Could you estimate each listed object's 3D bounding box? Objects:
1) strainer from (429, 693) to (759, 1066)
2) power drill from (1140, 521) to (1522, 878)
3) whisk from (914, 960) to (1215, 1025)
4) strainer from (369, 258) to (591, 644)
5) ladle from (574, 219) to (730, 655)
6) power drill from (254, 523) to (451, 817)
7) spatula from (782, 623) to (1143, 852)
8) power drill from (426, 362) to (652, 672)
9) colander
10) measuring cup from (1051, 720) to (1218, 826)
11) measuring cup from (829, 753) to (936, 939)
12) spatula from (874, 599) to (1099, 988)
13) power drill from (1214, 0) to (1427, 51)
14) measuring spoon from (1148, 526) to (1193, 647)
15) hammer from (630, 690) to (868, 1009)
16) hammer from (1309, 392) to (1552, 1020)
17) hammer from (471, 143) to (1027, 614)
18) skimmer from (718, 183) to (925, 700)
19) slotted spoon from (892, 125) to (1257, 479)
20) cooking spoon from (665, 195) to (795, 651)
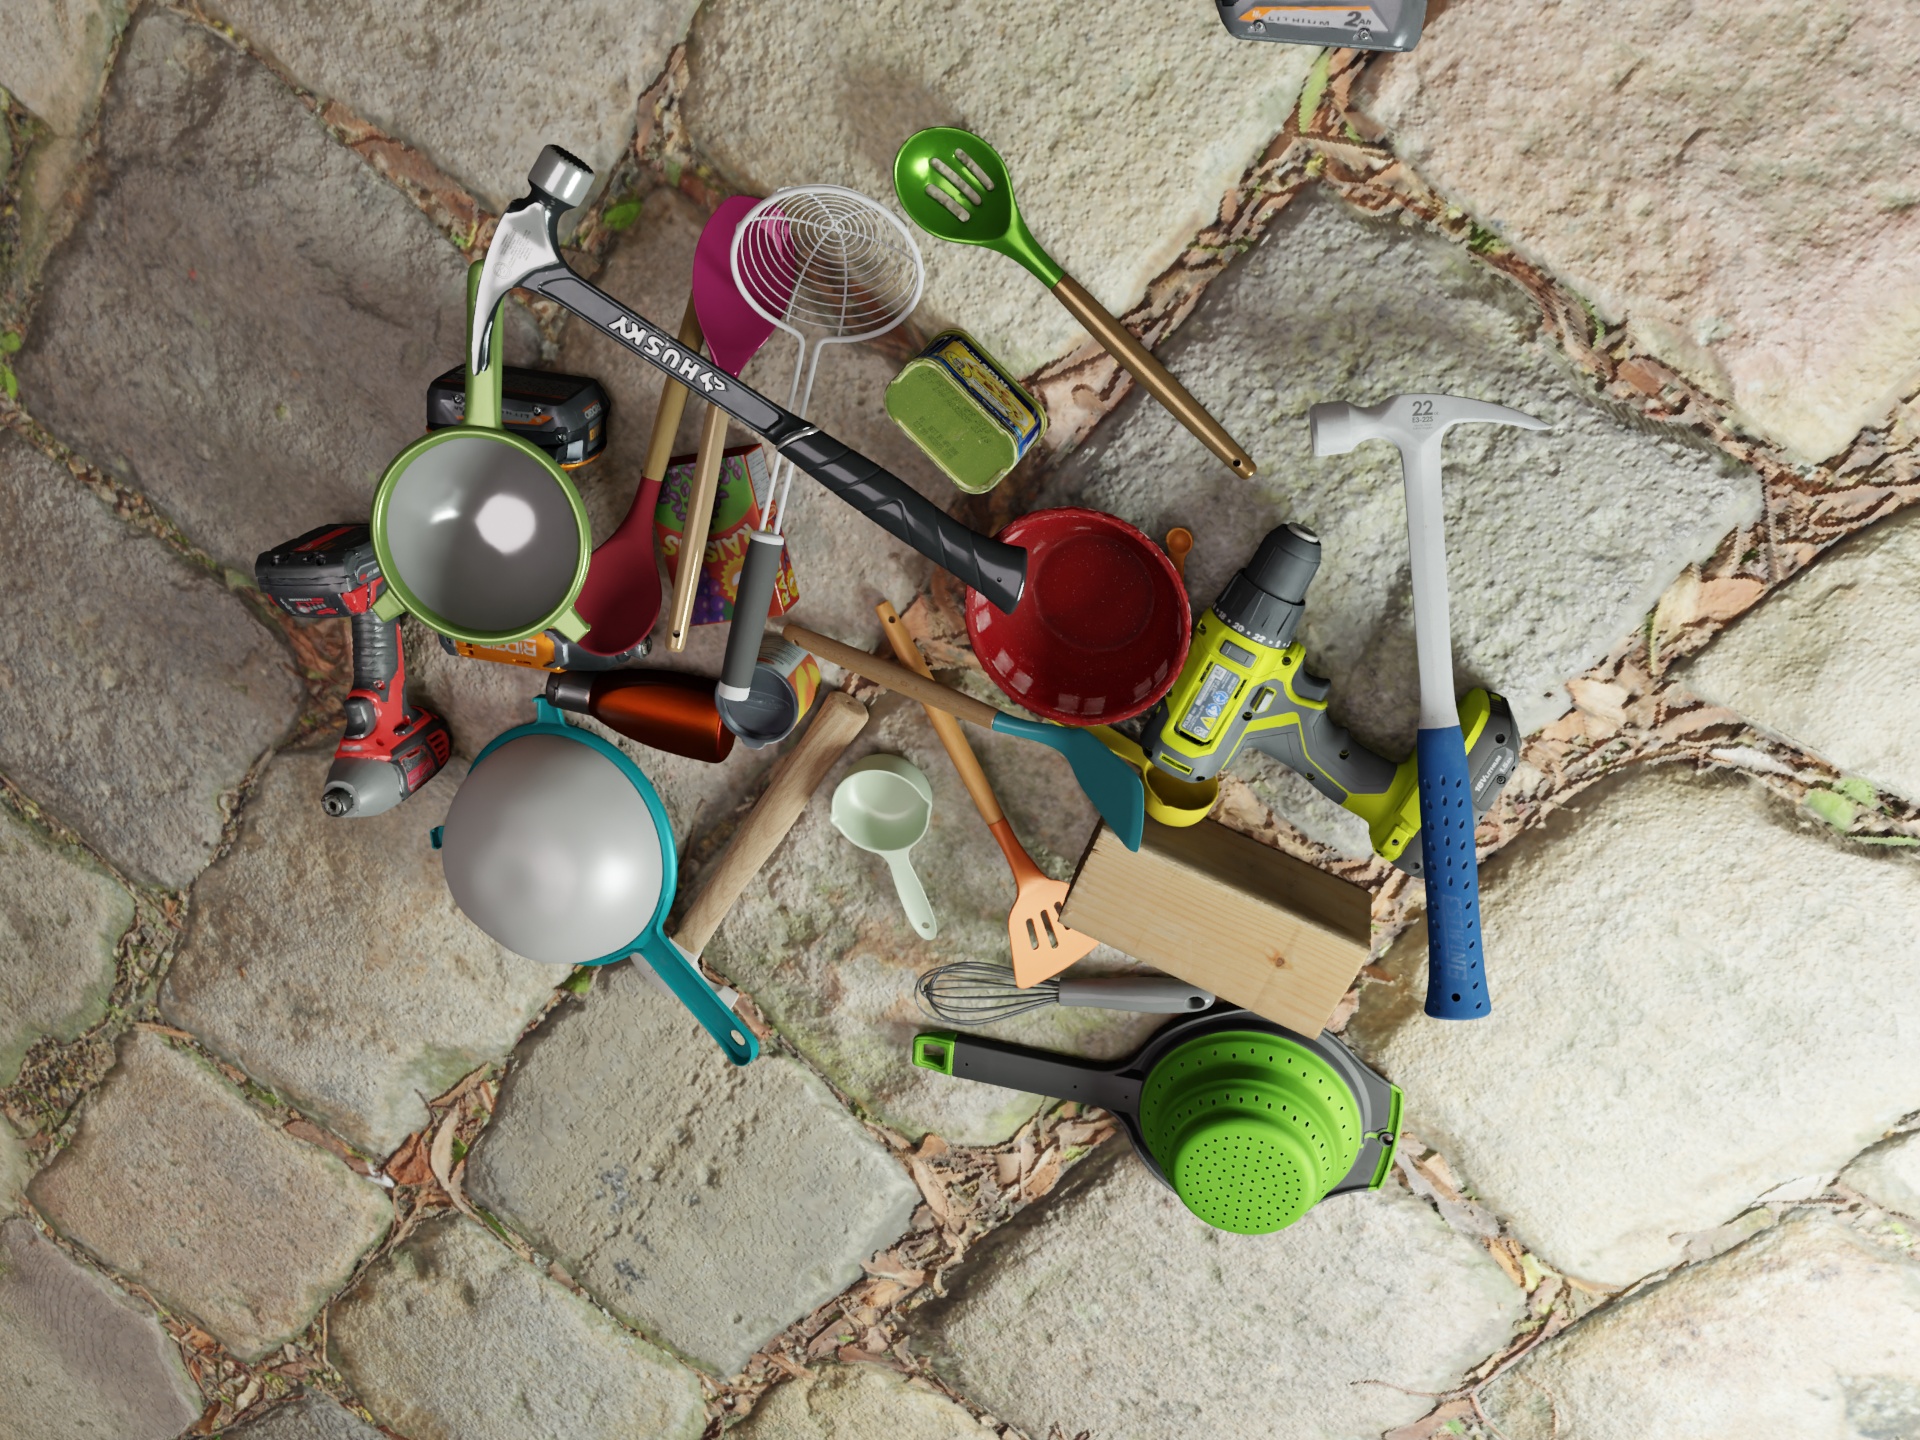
[{"bbox_3d":[-0.297,0.159,1.271,0.340,0.095,0.211,47,116,6],"label":"strainer"},{"bbox_3d":[0.261,-0.011,1.092,0.228,0.080,0.190,28,113,4],"label":"power drill"},{"bbox_3d":[0.081,0.218,1.262,0.239,0.055,0.055,0,114,10],"label":"whisk"},{"bbox_3d":[-0.318,-0.182,1.087,0.151,0.069,0.256,6,105,1],"label":"strainer"},{"bbox_3d":[-0.213,-0.196,1.123,0.069,0.031,0.315,19,102,1],"label":"ladle"},{"bbox_3d":[-0.468,-0.035,1.240,0.078,0.143,0.219,1,112,12],"label":"power drill"},{"bbox_3d":[-0.002,-0.004,1.142,0.318,0.044,0.082,23,144,21],"label":"spatula"},{"bbox_3d":[-0.311,-0.140,1.186,0.164,0.084,0.226,10,120,8],"label":"power drill"},{"bbox_3d":[0.145,0.319,1.261,0.397,0.094,0.204,9,116,11],"label":"colander"},{"bbox_3d":[0.115,0.027,1.170,0.156,0.062,0.029,30,139,14],"label":"measuring cup"},{"bbox_3d":[-0.046,0.099,1.249,0.083,0.038,0.167,-10,120,15],"label":"measuring cup"},{"bbox_3d":[0.013,0.054,1.208,0.081,0.041,0.322,-29,98,-13],"label":"spatula"},{"bbox_3d":[0.193,-0.501,0.886,0.185,0.084,0.226,10,112,11],"label":"power drill"},{"bbox_3d":[0.149,-0.083,1.127,0.021,0.011,0.116,19,122,23],"label":"measuring spoon"},{"bbox_3d":[-0.172,0.103,1.285,0.130,0.031,0.331,35,117,-3],"label":"hammer"},{"bbox_3d":[0.313,-0.007,1.023,0.144,0.035,0.405,-5,97,12],"label":"hammer"},{"bbox_3d":[-0.127,-0.190,1.035,0.408,0.036,0.149,33,107,-12],"label":"hammer"},{"bbox_3d":[-0.120,-0.177,1.082,0.127,0.090,0.363,12,106,-10],"label":"skimmer"},{"bbox_3d":[0.081,-0.270,1.050,0.313,0.031,0.070,42,117,-8],"label":"slotted spoon"},{"bbox_3d":[-0.173,-0.202,1.112,0.068,0.017,0.319,10,103,-14],"label":"cooking spoon"}]
